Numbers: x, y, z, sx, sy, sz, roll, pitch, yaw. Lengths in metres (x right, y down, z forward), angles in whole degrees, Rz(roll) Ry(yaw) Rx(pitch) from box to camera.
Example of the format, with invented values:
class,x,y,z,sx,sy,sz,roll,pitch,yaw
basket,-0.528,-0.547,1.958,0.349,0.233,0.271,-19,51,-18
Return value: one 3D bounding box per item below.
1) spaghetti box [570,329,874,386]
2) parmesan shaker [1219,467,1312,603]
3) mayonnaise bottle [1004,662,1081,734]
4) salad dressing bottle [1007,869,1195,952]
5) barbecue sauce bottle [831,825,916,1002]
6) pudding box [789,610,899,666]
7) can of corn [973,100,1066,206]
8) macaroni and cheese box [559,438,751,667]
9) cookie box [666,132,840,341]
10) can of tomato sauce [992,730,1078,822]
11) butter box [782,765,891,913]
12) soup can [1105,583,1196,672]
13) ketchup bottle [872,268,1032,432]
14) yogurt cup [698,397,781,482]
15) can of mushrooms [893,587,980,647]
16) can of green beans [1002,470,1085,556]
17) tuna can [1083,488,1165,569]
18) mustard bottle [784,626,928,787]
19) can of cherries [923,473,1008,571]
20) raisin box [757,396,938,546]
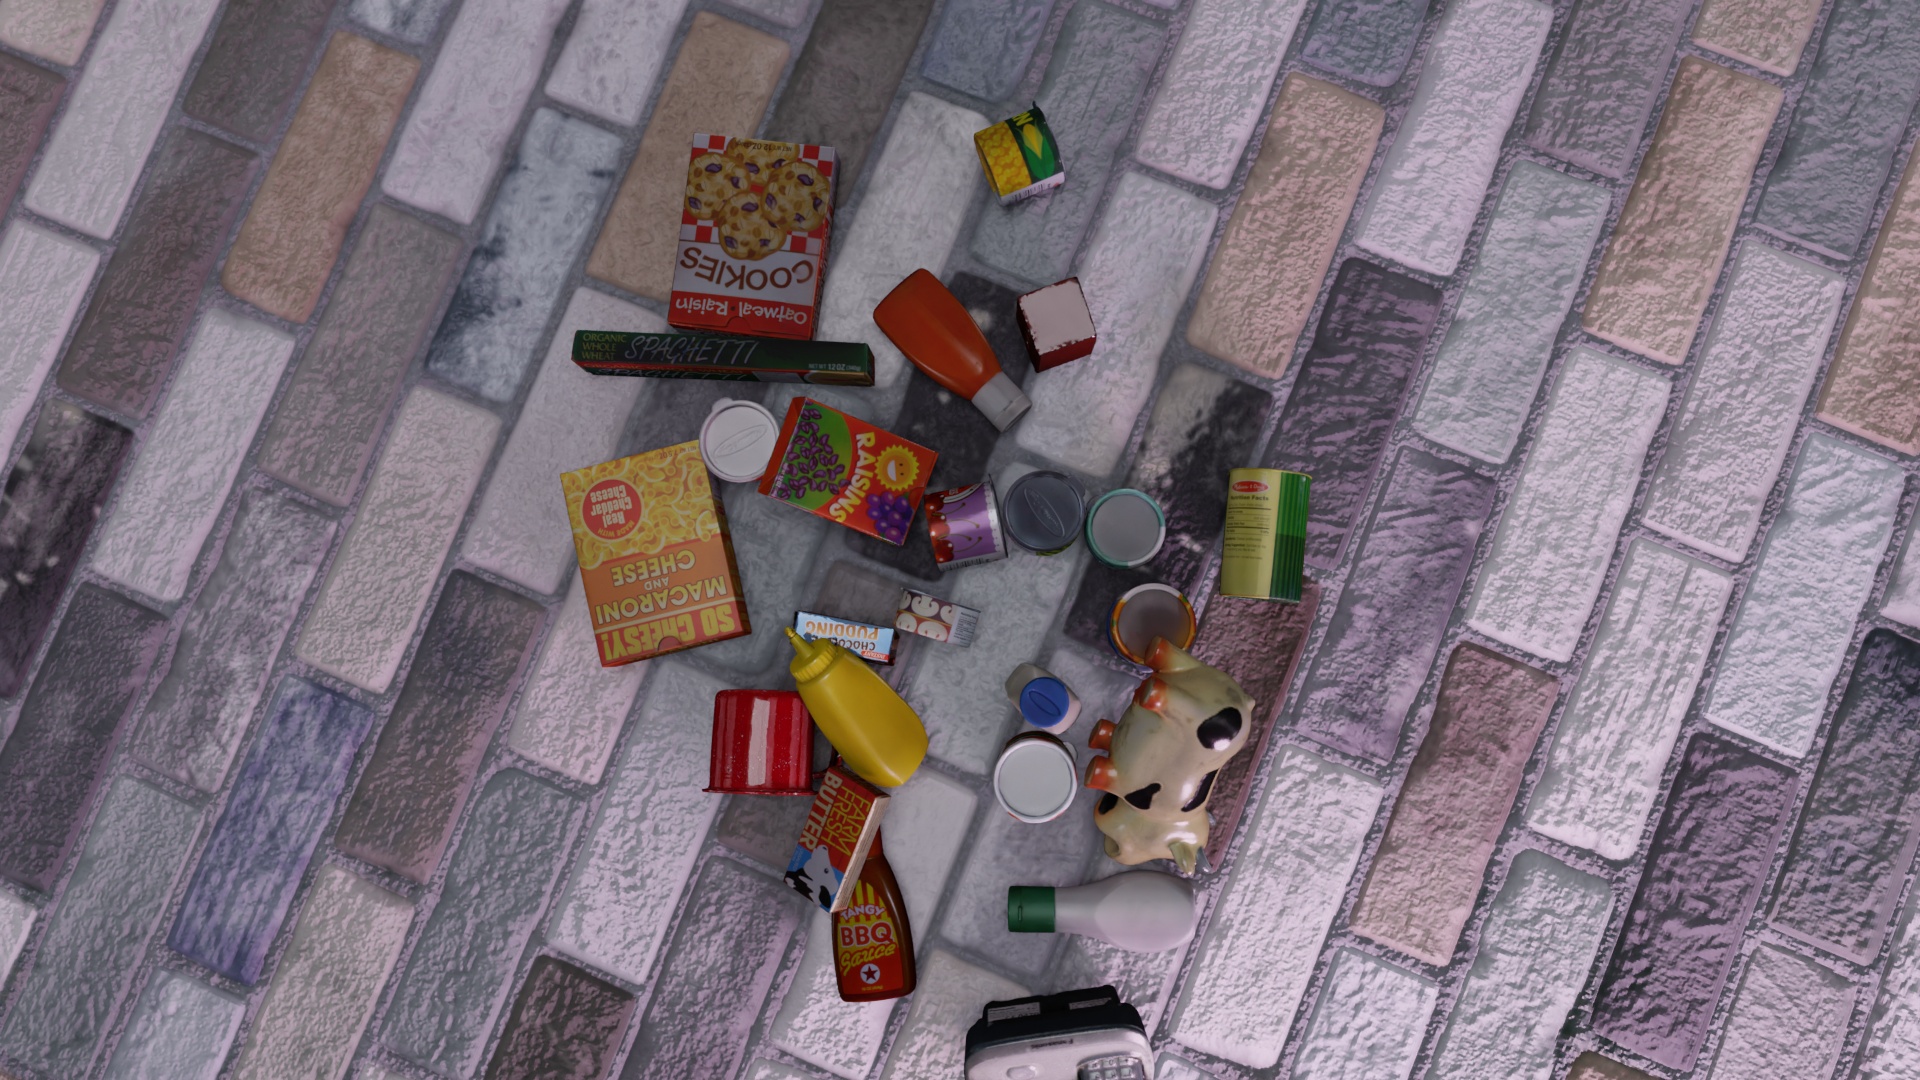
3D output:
class,x,y,z,sx,sy,sz,roll,pitch,yaw
spaghetti box,-0.198,-0.152,1.167,0.250,0.050,0.028,3,84,3
parmesan shaker,0.244,-0.003,1.124,0.071,0.071,0.103,6,86,4
mayonnaise bottle,0.064,0.123,1.078,0.065,0.148,0.041,37,88,6
salad dressing bottle,0.112,0.296,1.113,0.148,0.044,0.064,0,87,4
barbecue sauce bottle,-0.075,0.293,1.122,0.065,0.043,0.148,-9,84,9
pudding box,-0.094,0.080,1.140,0.084,0.049,0.030,11,82,4
can of corn,0.048,-0.323,1.161,0.058,0.071,0.071,-23,84,1
macaroni and cheese box,-0.254,0.011,1.159,0.124,0.040,0.166,-14,84,2
cookie box,-0.175,-0.254,1.179,0.123,0.040,0.167,7,85,4
can of tomato sauce,0.061,0.187,1.105,0.071,0.083,0.071,0,85,3
butter box,-0.098,0.235,1.098,0.053,0.024,0.103,25,97,28
soup can,0.152,0.071,1.111,0.071,0.083,0.071,0,86,3
ketchup bottle,-0.003,-0.155,1.160,0.065,0.043,0.149,-43,84,0
yogurt cup,-0.179,-0.079,1.157,0.072,0.054,0.072,0,85,3
can of mushrooms,-0.021,0.063,1.130,0.071,0.071,0.033,16,87,4
can of green beans,0.068,-0.021,1.136,0.071,0.058,0.071,0,85,3
tuna can,0.133,-0.011,1.145,0.071,0.033,0.071,0,85,3
mustard bottle,-0.090,0.124,1.102,0.160,0.048,0.066,53,49,-20
can of cherries,0.004,-0.014,1.135,0.058,0.071,0.071,-12,85,3
raisin box,-0.091,-0.056,1.132,0.123,0.040,0.086,22,85,-24
